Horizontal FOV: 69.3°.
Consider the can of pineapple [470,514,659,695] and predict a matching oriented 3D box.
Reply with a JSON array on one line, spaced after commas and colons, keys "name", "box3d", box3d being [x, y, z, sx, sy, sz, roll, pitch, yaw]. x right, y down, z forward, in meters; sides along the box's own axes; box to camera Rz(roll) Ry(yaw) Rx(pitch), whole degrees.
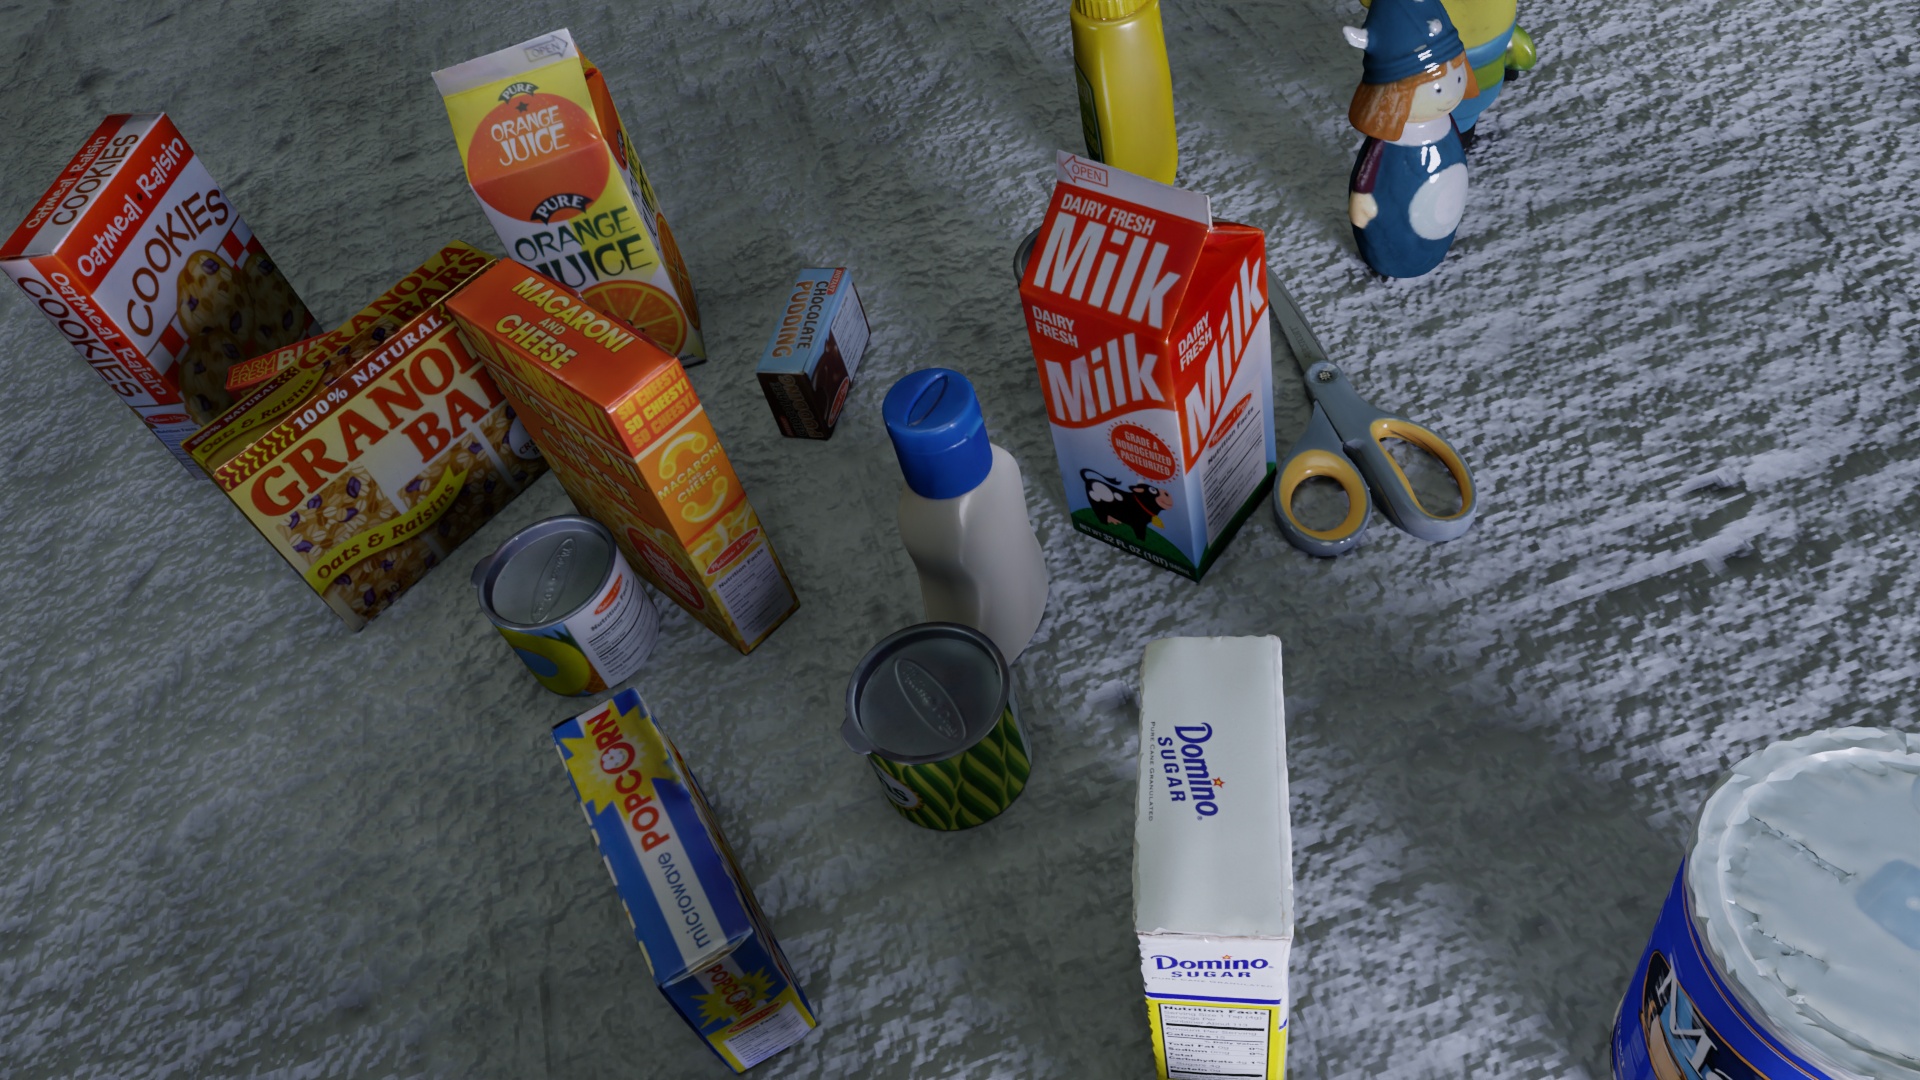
[{"name": "can of pineapple", "box3d": [-0.183, 0.030, 0.650, 0.071, 0.057, 0.071, -7, 49, 9]}]

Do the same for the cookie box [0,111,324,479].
[{"name": "cookie box", "box3d": [-0.442, -0.136, 0.784, 0.040, 0.166, 0.123, -4, 50, 12]}]

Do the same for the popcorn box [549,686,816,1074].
[{"name": "popcorn box", "box3d": [-0.106, 0.128, 0.530, 0.038, 0.084, 0.127, -30, 50, -10]}]

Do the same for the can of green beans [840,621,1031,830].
[{"name": "can of green beans", "box3d": [-0.008, 0.076, 0.566, 0.071, 0.057, 0.071, -7, 49, 9]}]

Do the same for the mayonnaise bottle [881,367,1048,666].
[{"name": "mayonnaise bottle", "box3d": [0.002, -0.007, 0.574, 0.041, 0.147, 0.065, 16, 57, 26]}]

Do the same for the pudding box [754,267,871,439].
[{"name": "pudding box", "box3d": [-0.077, -0.101, 0.739, 0.030, 0.049, 0.084, 3, 52, 17]}]

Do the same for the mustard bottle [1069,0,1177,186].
[{"name": "mustard bottle", "box3d": [0.087, -0.263, 0.760, 0.049, 0.159, 0.065, -17, 49, 0]}]

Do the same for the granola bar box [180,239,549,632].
[{"name": "granola bar box", "box3d": [-0.280, -0.053, 0.702, 0.039, 0.123, 0.166, 28, 62, 32]}]

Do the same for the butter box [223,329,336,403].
[{"name": "butter box", "box3d": [-0.361, -0.092, 0.802, 0.103, 0.053, 0.024, -20, 49, -2]}]

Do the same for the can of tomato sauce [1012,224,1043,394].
[{"name": "can of tomato sauce", "box3d": [0.066, -0.108, 0.686, 0.071, 0.082, 0.071, -7, 49, 9]}]

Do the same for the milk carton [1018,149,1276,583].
[{"name": "milk carton", "box3d": [0.082, -0.076, 0.584, 0.072, 0.189, 0.074, 26, 61, 31]}]

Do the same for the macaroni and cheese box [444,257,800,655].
[{"name": "macaroni and cheese box", "box3d": [-0.148, -0.036, 0.625, 0.124, 0.165, 0.040, 31, 64, 33]}]

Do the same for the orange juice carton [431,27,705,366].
[{"name": "orange juice carton", "box3d": [-0.203, -0.176, 0.740, 0.072, 0.191, 0.073, -17, 49, 0]}]
